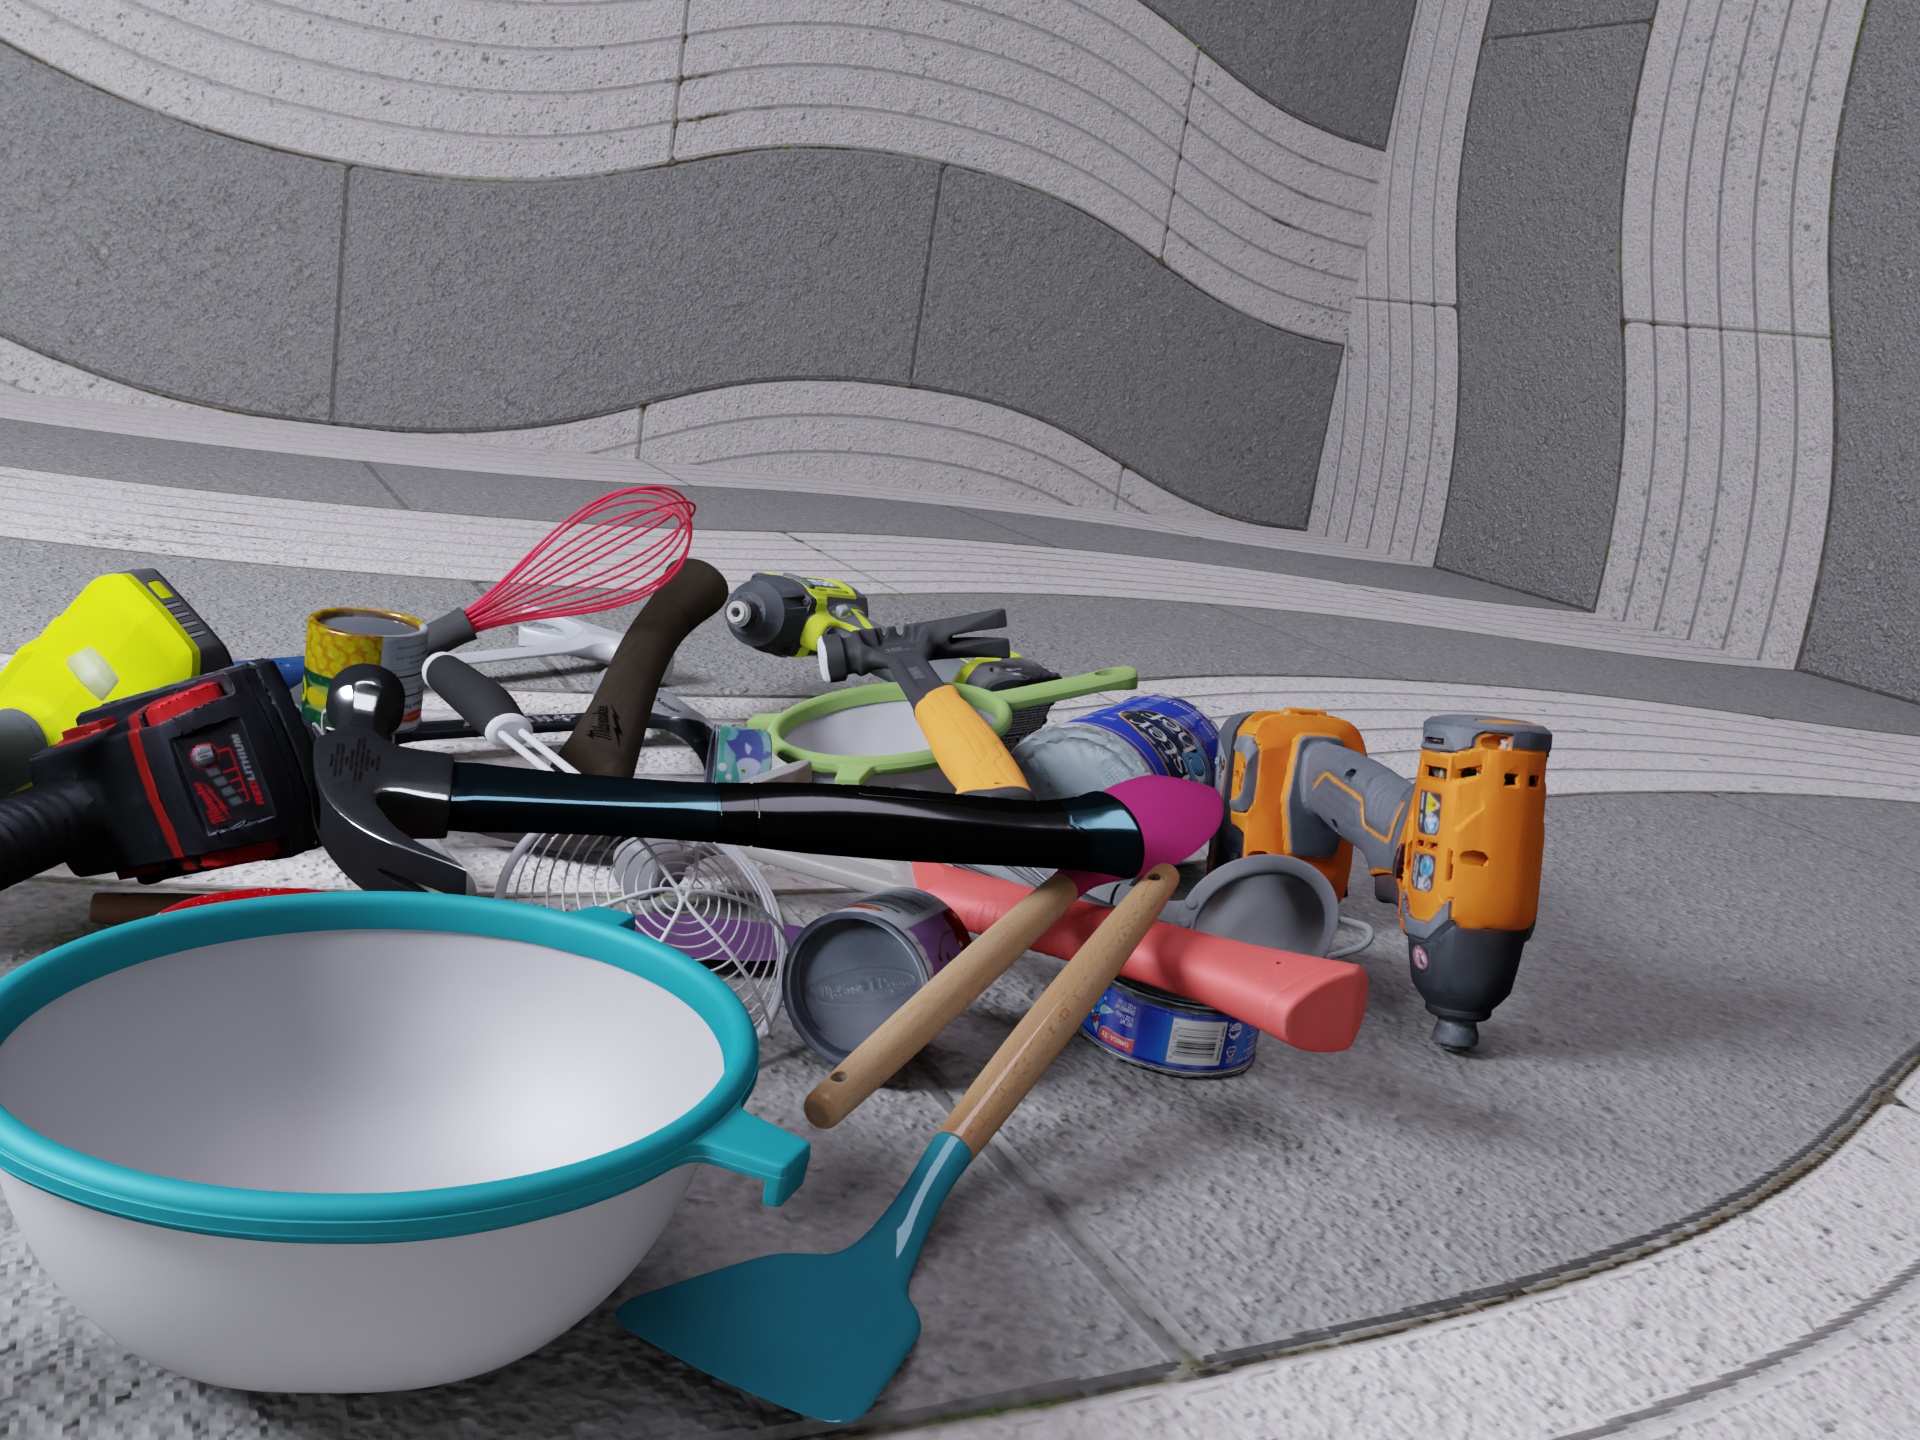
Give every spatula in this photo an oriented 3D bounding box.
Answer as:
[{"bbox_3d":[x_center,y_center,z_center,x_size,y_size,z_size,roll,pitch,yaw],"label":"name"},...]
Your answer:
[{"bbox_3d":[0.011,0.128,0.567,0.082,0.044,0.317,12,33,27],"label":"spatula"},{"bbox_3d":[-0.217,0.093,0.718,0.315,0.018,0.060,6,9,-18],"label":"spatula"}]

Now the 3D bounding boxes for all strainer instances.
[{"bbox_3d":[-0.224,0.126,0.426,0.340,0.095,0.211,0,14,-27],"label":"strainer"},{"bbox_3d":[0.097,0.100,0.857,0.258,0.050,0.087,11,56,28],"label":"strainer"},{"bbox_3d":[0.005,0.018,1.001,0.256,0.069,0.152,-12,20,-27],"label":"strainer"}]

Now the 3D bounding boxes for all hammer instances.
[{"bbox_3d":[-0.217,-0.029,1.011,0.146,0.038,0.411,13,23,-5],"label":"hammer"},{"bbox_3d":[0.016,0.083,0.746,0.359,0.036,0.149,12,21,31],"label":"hammer"},{"bbox_3d":[-0.331,0.010,0.952,0.408,0.036,0.149,-5,21,-44],"label":"hammer"},{"bbox_3d":[-0.085,0.037,0.638,0.331,0.033,0.128,5,35,-17],"label":"hammer"},{"bbox_3d":[-0.390,-0.039,1.108,0.144,0.035,0.405,18,16,30],"label":"hammer"},{"bbox_3d":[-0.001,-0.003,0.901,0.127,0.034,0.337,-9,19,-8],"label":"hammer"}]

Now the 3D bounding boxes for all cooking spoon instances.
[{"bbox_3d":[0.032,0.081,0.667,0.069,0.017,0.319,11,25,28],"label":"cooking spoon"}]

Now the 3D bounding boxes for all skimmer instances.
[{"bbox_3d":[-0.199,0.050,0.756,0.127,0.090,0.364,2,15,-35],"label":"skimmer"}]

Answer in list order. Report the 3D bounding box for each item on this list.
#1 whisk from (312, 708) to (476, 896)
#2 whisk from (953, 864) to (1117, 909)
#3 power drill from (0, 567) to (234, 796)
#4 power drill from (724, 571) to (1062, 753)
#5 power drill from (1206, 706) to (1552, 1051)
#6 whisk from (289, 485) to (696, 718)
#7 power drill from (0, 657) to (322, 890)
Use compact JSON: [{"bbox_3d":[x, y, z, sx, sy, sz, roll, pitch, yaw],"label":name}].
[{"bbox_3d":[-0.280,0.046,0.769,0.057,0.059,0.246,-13,22,-31],"label":"whisk"},{"bbox_3d":[0.050,0.097,0.835,0.239,0.055,0.055,23,18,29],"label":"whisk"},{"bbox_3d":[-0.419,-0.007,0.663,0.080,0.190,0.228,46,14,5],"label":"power drill"},{"bbox_3d":[-0.054,-0.042,1.143,0.223,0.080,0.171,26,11,17],"label":"power drill"},{"bbox_3d":[0.219,0.074,0.851,0.084,0.164,0.226,4,2,-21],"label":"power drill"},{"bbox_3d":[-0.299,-0.071,1.025,0.296,0.073,0.073,-30,28,-17],"label":"whisk"},{"bbox_3d":[-0.336,0.046,0.562,0.188,0.080,0.227,-11,11,31],"label":"power drill"}]
